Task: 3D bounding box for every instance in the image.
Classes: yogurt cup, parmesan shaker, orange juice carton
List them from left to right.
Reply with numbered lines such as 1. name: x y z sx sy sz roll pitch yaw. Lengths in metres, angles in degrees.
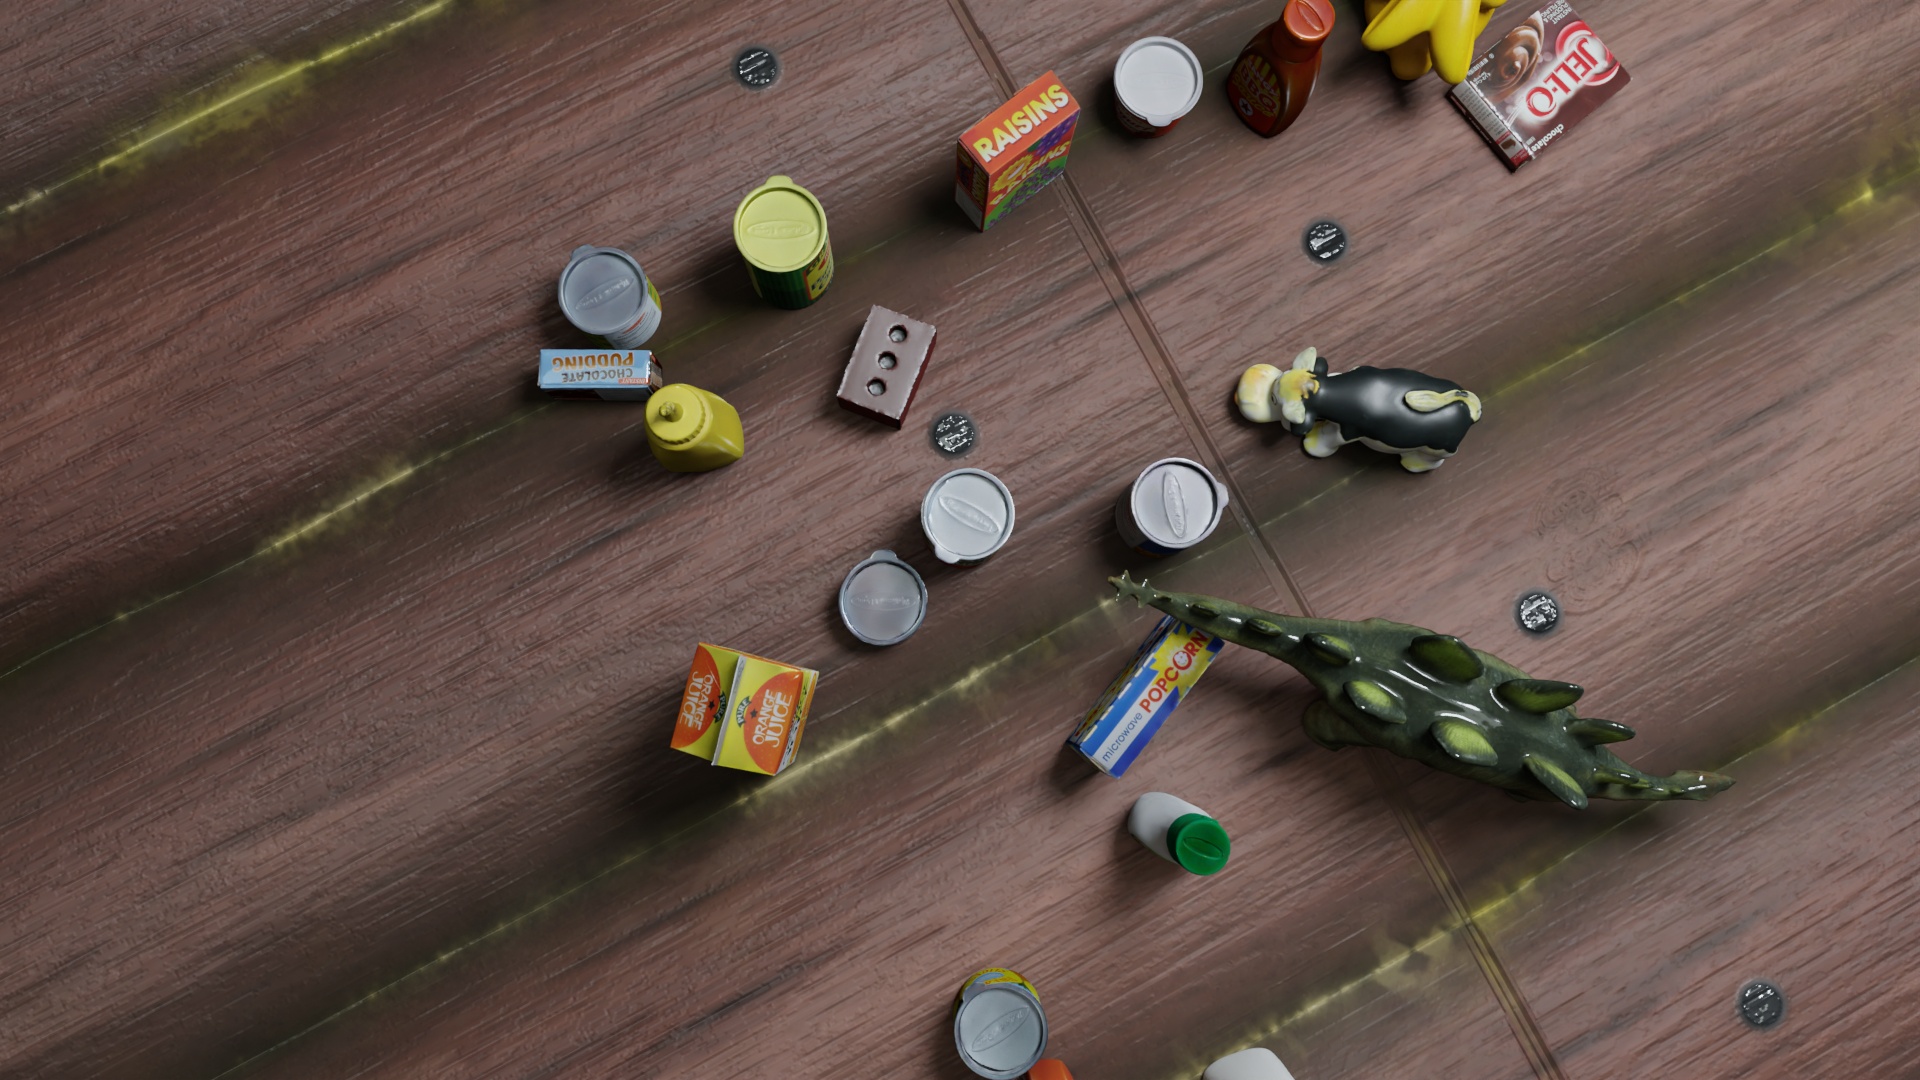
1. orange juice carton: -0.147 0.114 0.950 0.073 0.192 0.072 15 84 0
2. parmesan shaker: -0.129 -0.219 1.033 0.071 0.103 0.071 0 84 -2
3. yogurt cup: 0.150 -0.349 1.081 0.072 0.054 0.072 0 84 -2

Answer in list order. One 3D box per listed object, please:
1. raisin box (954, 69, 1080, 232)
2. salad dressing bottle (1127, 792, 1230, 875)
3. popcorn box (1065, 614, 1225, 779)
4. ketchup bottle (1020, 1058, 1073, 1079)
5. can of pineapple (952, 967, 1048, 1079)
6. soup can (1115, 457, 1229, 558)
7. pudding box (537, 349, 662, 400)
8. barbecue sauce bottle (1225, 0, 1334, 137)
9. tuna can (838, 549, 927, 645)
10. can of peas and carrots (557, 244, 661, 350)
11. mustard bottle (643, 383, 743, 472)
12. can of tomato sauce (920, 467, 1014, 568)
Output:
1. raisin box: 0.040 -0.288 1.036 0.086 0.123 0.040 -37 86 -5
2. salad dressing bottle: 0.155 0.206 0.972 0.064 0.147 0.044 23 84 1
3. popcorn box: 0.133 0.112 1.013 0.038 0.085 0.127 39 84 2
4. ketchup bottle: 0.067 0.404 0.946 0.043 0.148 0.065 -9 84 -3
5. can of pineapple: 0.027 0.344 0.997 0.071 0.058 0.071 0 84 -2
6. soup can: 0.155 -0.023 1.030 0.071 0.083 0.071 0 84 -2
7. pudding box: -0.270 -0.124 1.045 0.084 0.049 0.030 0 84 -2
8. barbecue sauce bottle: 0.241 -0.358 1.038 0.044 0.148 0.065 -37 86 -5
9. tuna can: -0.058 0.043 1.041 0.071 0.033 0.071 0 84 -2
10. can of peas and carrots: -0.265 -0.183 1.047 0.071 0.058 0.071 0 84 -2
11. mustard bottle: -0.193 -0.082 0.987 0.065 0.160 0.049 -11 85 -3
12. can of tomato sauce: 0.004 -0.013 1.024 0.071 0.083 0.071 0 84 -2
